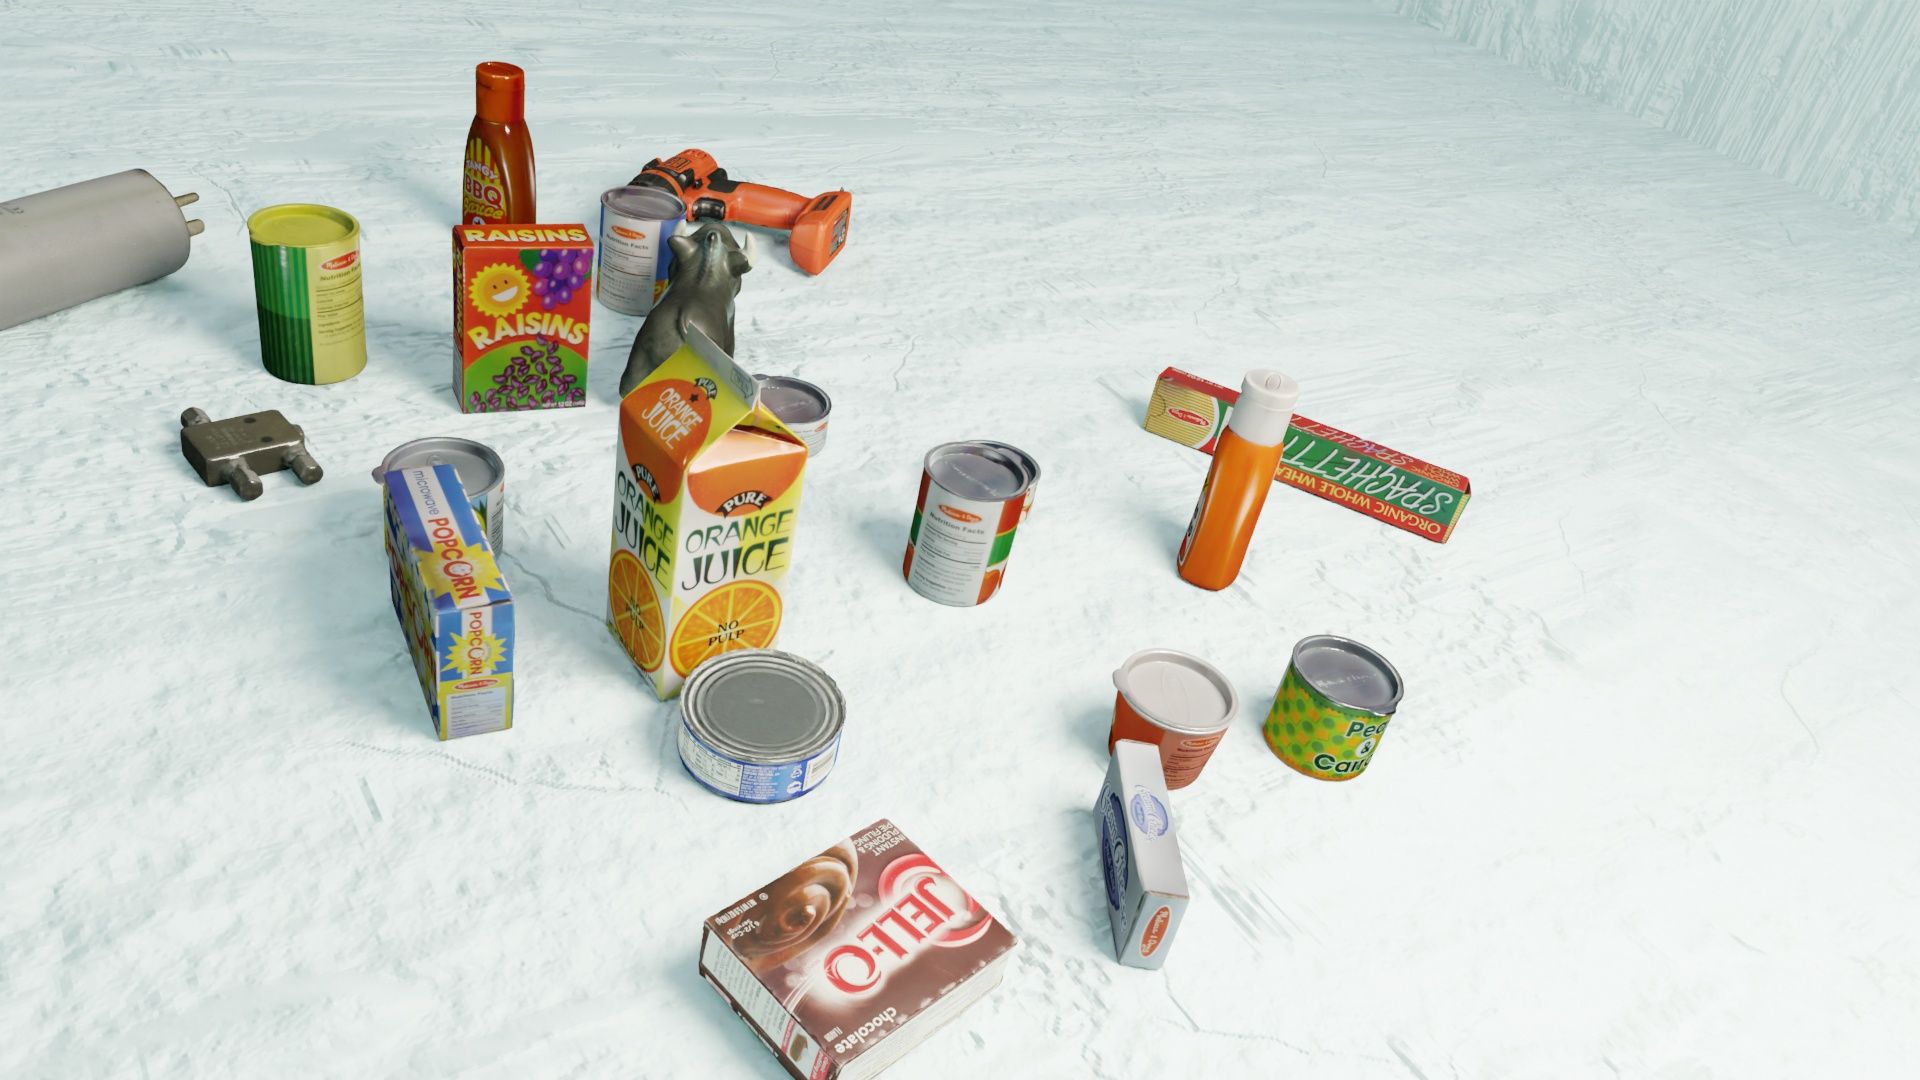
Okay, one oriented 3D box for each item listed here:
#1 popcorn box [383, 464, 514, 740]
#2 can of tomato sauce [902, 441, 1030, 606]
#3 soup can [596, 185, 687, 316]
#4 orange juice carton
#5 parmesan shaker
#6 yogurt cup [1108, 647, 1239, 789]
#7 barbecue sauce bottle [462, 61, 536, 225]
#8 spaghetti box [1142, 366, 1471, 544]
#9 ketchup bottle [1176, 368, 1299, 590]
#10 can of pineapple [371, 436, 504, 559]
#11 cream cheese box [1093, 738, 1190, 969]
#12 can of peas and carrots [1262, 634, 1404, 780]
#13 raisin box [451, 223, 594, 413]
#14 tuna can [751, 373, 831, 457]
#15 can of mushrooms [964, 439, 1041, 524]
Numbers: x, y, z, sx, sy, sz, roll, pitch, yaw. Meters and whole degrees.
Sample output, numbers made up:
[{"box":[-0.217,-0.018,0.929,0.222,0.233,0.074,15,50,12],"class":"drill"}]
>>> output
[{"box":[-0.266,0.029,0.719,0.038,0.084,0.127,-9,40,-30],"class":"popcorn box"},{"box":[0.003,-0.011,0.873,0.071,0.082,0.071,9,34,-6],"class":"can of tomato sauce"},{"box":[-0.253,-0.231,1.104,0.071,0.083,0.072,9,34,-6],"class":"soup can"},{"box":[-0.135,-0.016,0.734,0.073,0.191,0.072,-15,43,-35],"class":"orange juice carton"},{"box":[-0.435,-0.162,0.923,0.071,0.102,0.072,9,34,-6],"class":"parmesan shaker"},{"box":[0.115,0.101,0.774,0.072,0.053,0.073,9,34,-6],"class":"yogurt cup"},{"box":[-0.369,-0.305,1.113,0.065,0.147,0.044,28,36,21],"class":"barbecue sauce bottle"},{"box":[0.266,-0.067,1.076,0.250,0.050,0.029,23,35,14],"class":"spaghetti box"},{"box":[0.185,-0.041,0.921,0.043,0.148,0.065,20,34,10],"class":"ketchup bottle"},{"box":[-0.300,-0.019,0.801,0.071,0.057,0.071,9,34,-6],"class":"can of pineapple"},{"box":[0.088,0.154,0.689,0.024,0.053,0.104,8,34,-8],"class":"cream cheese box"},{"box":[0.218,0.099,0.809,0.071,0.058,0.071,9,34,-6],"class":"can of peas and carrots"},{"box":[-0.295,-0.149,0.935,0.086,0.122,0.040,-6,38,-27],"class":"raisin box"},{"box":[-0.128,-0.088,0.985,0.071,0.032,0.071,9,34,-6],"class":"tuna can"},{"box":[0.019,-0.039,0.963,0.071,0.033,0.071,9,34,-6],"class":"can of mushrooms"}]
